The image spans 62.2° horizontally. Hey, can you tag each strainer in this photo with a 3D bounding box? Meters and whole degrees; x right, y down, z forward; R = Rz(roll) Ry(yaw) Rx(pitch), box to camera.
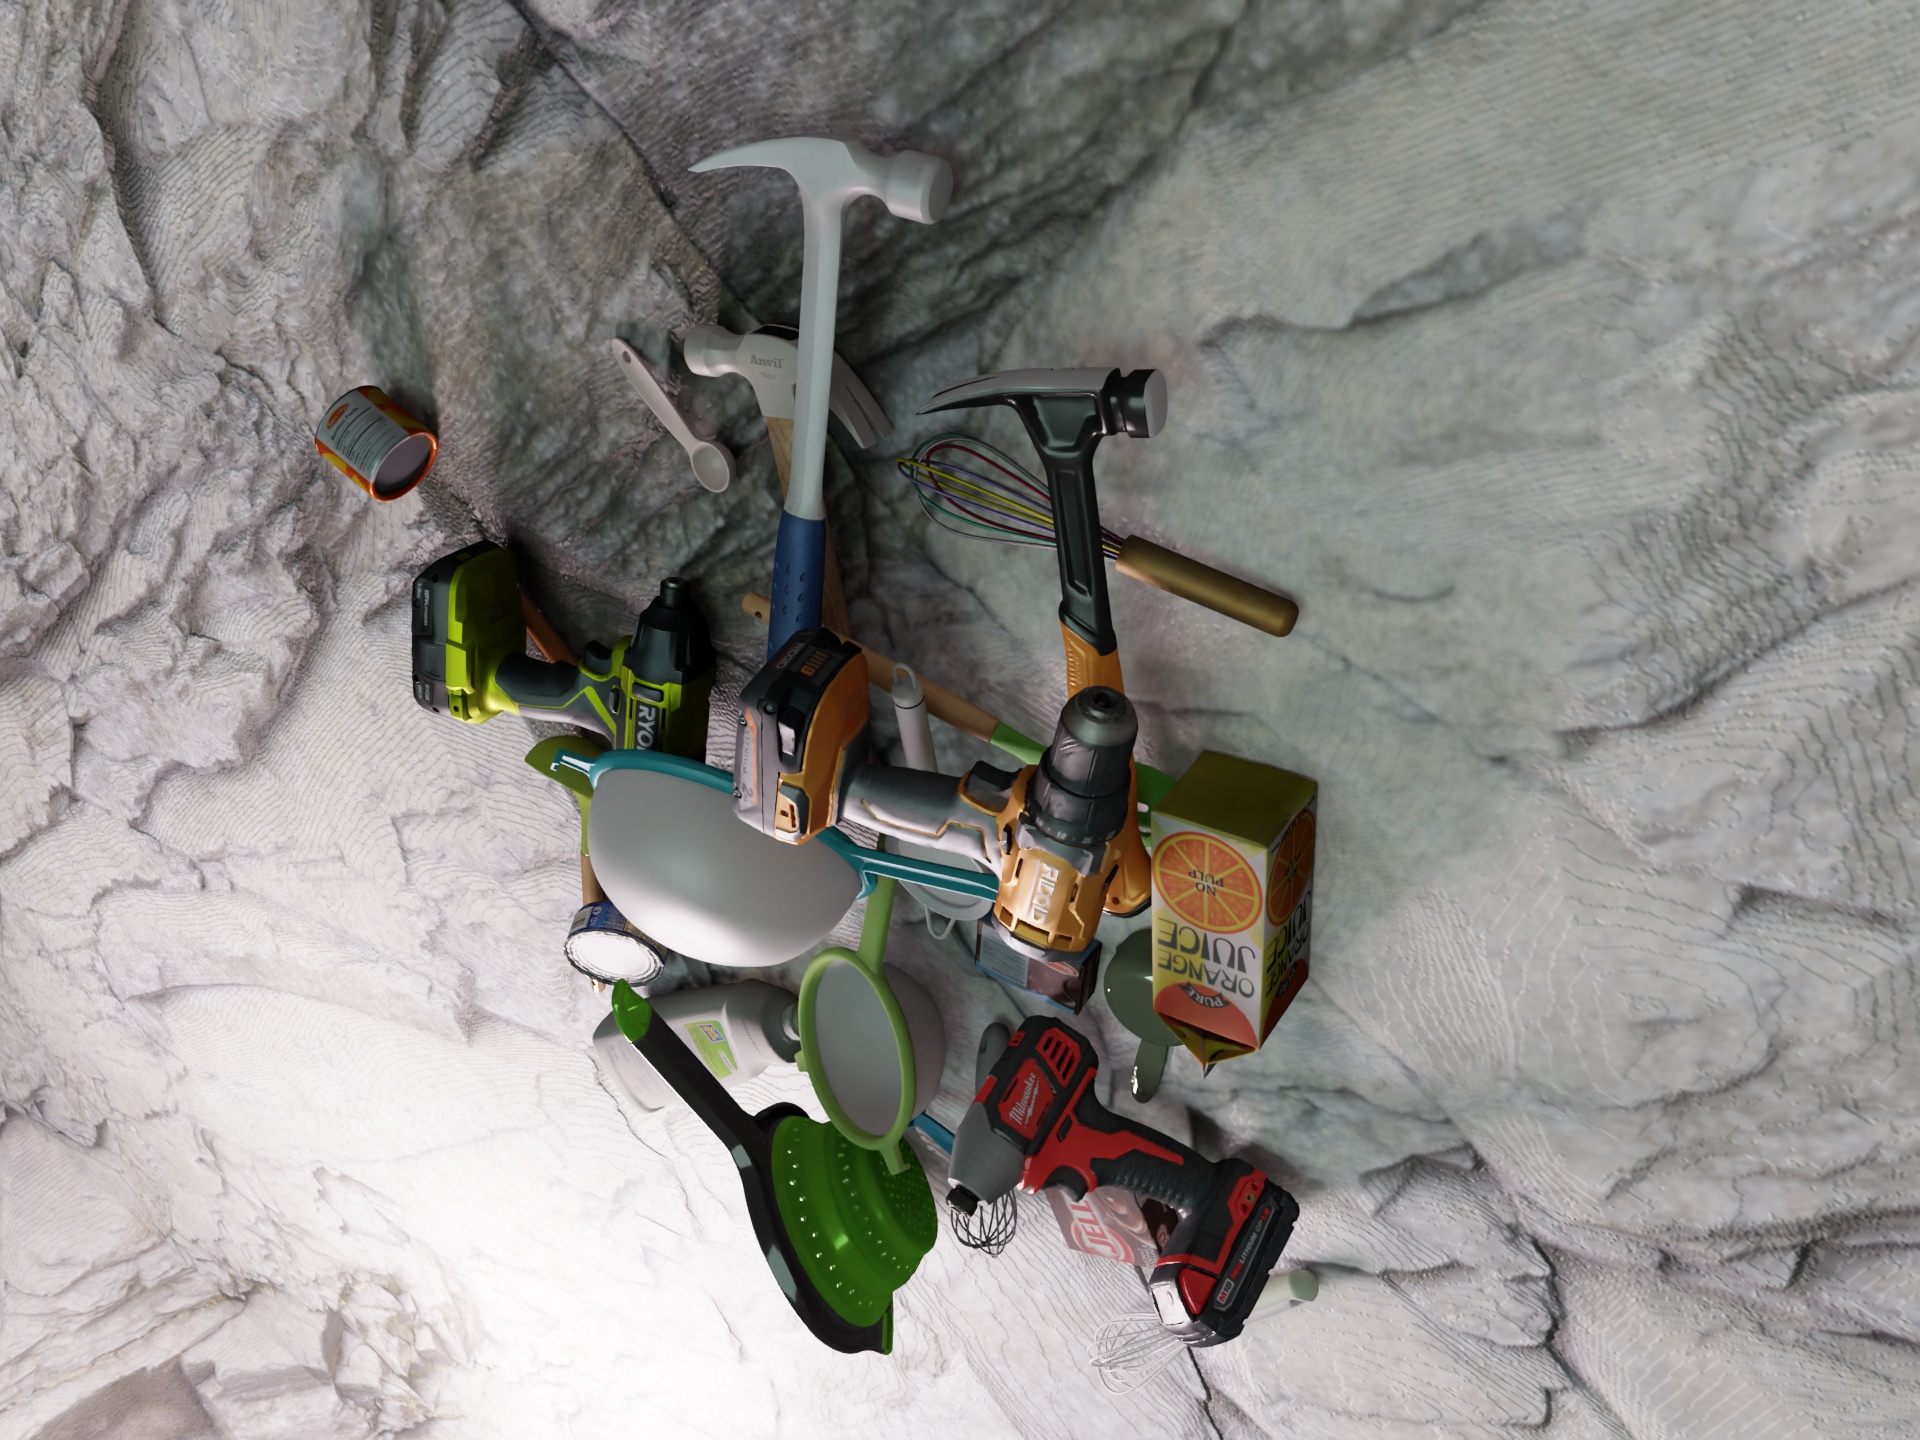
[{"bbox_3d":[-0.048,0.190,1.168,0.152,0.069,0.256,35,123,46],"label":"strainer"},{"bbox_3d":[-0.018,0.051,1.021,0.087,0.050,0.258,21,145,24],"label":"strainer"},{"bbox_3d":[-0.115,0.117,1.040,0.340,0.095,0.210,8,154,32],"label":"strainer"}]

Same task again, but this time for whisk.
[{"bbox_3d":[0.072,-0.102,0.881,0.245,0.051,0.047,25,153,17],"label":"whisk"},{"bbox_3d":[0.023,0.322,1.216,0.055,0.055,0.238,20,125,26],"label":"whisk"},{"bbox_3d":[0.177,0.451,1.184,0.057,0.059,0.246,19,139,-27],"label":"whisk"}]

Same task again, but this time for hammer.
[{"bbox_3d":[0.065,-0.031,0.878,0.127,0.034,0.336,4,123,24],"label":"hammer"},{"bbox_3d":[-0.088,-0.088,1.017,0.130,0.031,0.331,14,127,31],"label":"hammer"},{"bbox_3d":[-0.095,-0.134,0.928,0.144,0.035,0.405,19,123,19],"label":"hammer"}]

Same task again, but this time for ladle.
[{"bbox_3d":[-0.319,0.134,1.339,0.078,0.062,0.320,28,136,20],"label":"ladle"}]

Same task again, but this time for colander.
[{"bbox_3d":[-0.123,0.328,1.238,0.094,0.205,0.396,-28,117,12],"label":"colander"}]

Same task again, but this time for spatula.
[{"bbox_3d":[-0.259,0.024,1.223,0.081,0.041,0.322,-34,94,30],"label":"spatula"}]

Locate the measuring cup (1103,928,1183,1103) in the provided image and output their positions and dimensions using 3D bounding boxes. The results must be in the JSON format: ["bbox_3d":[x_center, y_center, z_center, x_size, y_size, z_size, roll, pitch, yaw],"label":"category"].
[{"bbox_3d":[0.125,0.211,1.057,0.083,0.038,0.167,25,132,22],"label":"measuring cup"}]

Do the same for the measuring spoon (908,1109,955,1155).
[{"bbox_3d":[-0.014,0.311,1.225,0.129,0.021,0.042,25,126,50],"label":"measuring spoon"}]

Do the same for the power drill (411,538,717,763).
[{"bbox_3d":[-0.283,-0.045,1.154,0.223,0.080,0.171,18,118,17],"label":"power drill"}]

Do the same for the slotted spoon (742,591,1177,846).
[{"bbox_3d":[-0.002,-0.003,0.984,0.314,0.031,0.070,28,136,11],"label":"slotted spoon"}]

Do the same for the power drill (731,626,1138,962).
[{"bbox_3d":[-0.010,0.026,0.891,0.226,0.084,0.185,23,134,13],"label":"power drill"}]

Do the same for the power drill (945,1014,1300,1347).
[{"bbox_3d":[0.100,0.313,1.061,0.219,0.143,0.078,35,154,2],"label":"power drill"}]

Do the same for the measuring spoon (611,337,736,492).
[{"bbox_3d":[-0.183,-0.201,1.027,0.124,0.018,0.034,52,139,5],"label":"measuring spoon"}]
